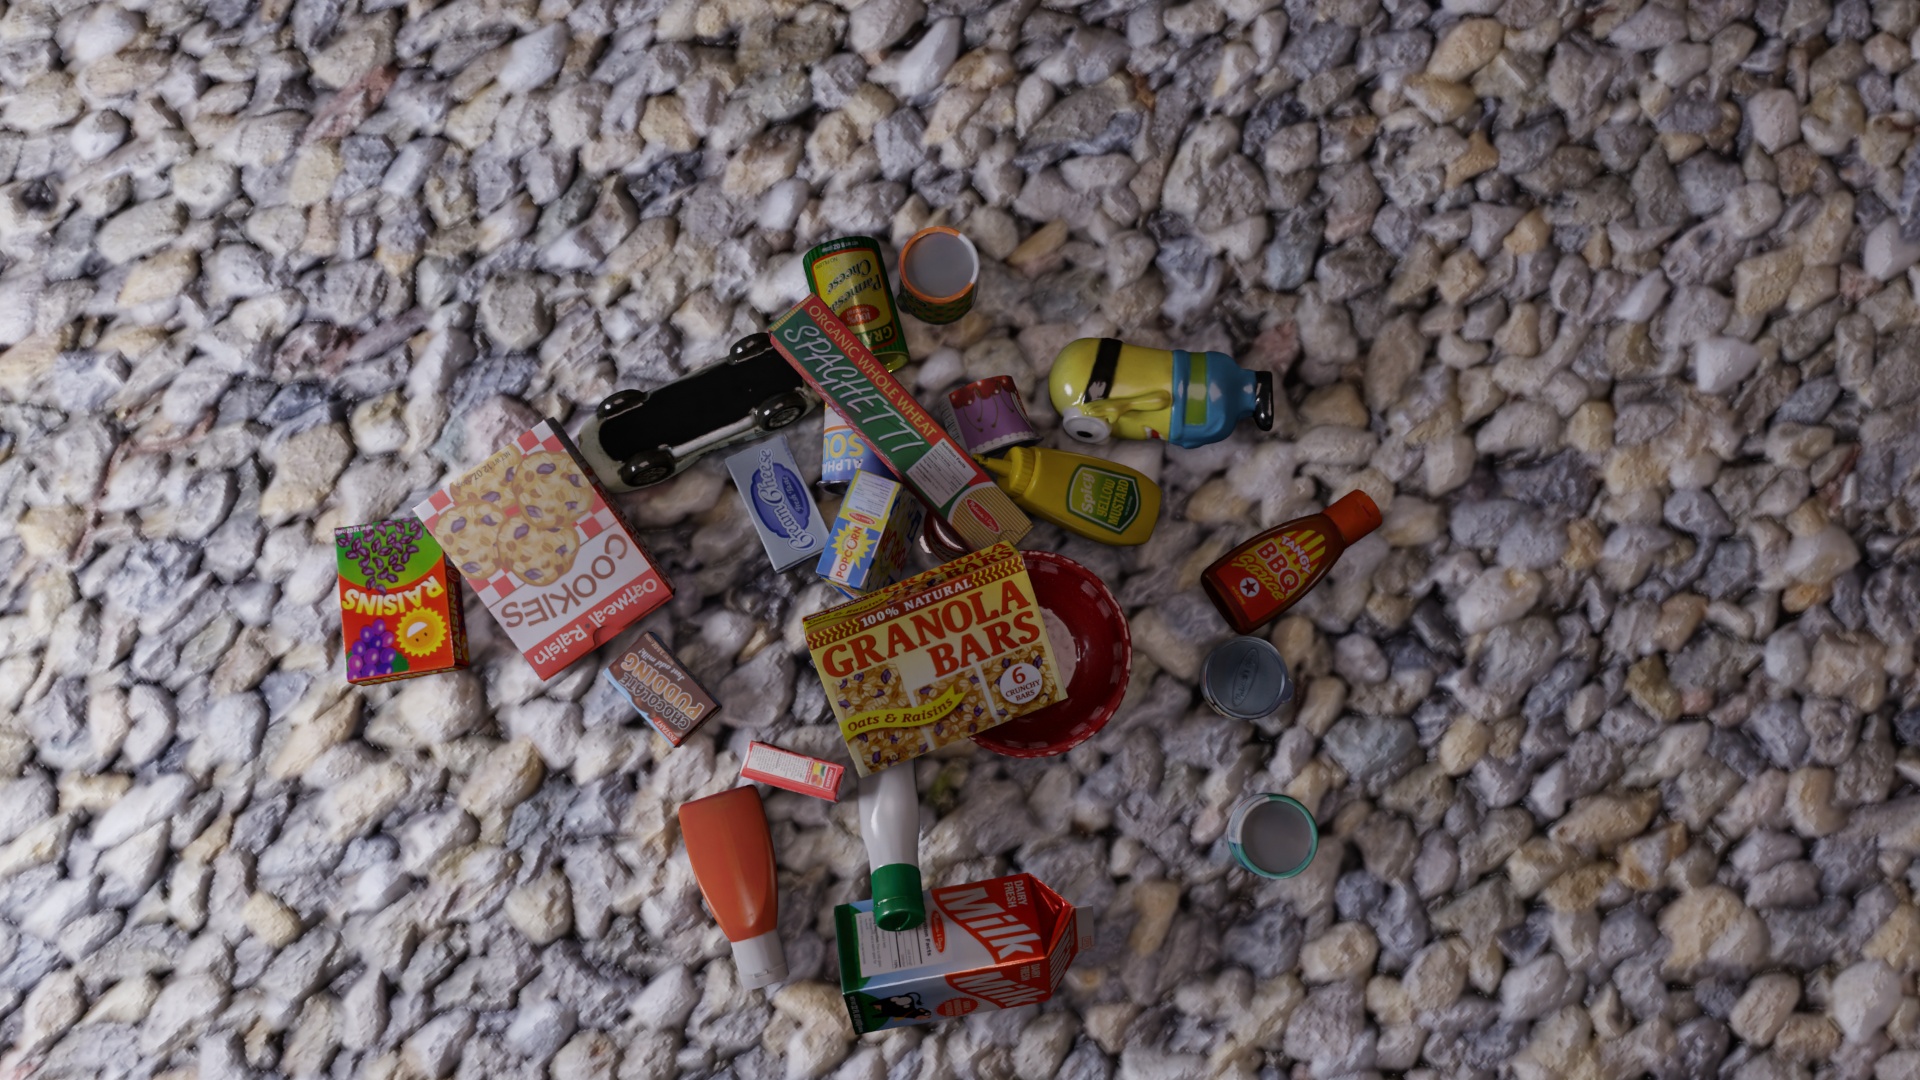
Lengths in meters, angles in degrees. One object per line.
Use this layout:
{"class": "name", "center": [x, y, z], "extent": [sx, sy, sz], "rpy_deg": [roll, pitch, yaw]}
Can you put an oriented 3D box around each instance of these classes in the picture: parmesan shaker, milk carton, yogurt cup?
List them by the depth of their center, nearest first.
{"class": "milk carton", "center": [0.007, 0.306, 1.040], "extent": [0.191, 0.072, 0.074], "rpy_deg": [-9, 47, -3]}
{"class": "yogurt cup", "center": [0.004, -0.014, 1.113], "extent": [0.072, 0.054, 0.072], "rpy_deg": [0, 81, -3]}
{"class": "parmesan shaker", "center": [-0.088, -0.187, 1.132], "extent": [0.071, 0.071, 0.103], "rpy_deg": [-15, 82, -4]}

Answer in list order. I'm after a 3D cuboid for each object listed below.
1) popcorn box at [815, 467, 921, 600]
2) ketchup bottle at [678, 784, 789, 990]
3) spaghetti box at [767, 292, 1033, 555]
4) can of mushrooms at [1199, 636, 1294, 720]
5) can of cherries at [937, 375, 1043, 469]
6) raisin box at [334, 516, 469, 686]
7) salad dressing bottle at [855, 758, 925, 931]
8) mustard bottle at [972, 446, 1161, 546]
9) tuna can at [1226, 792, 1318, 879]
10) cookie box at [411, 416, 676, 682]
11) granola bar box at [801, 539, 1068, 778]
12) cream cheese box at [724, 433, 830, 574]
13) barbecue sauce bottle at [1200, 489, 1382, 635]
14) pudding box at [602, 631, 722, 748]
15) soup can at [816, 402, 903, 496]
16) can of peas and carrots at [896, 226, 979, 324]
{"class": "popcorn box", "center": [-0.068, 0.002, 1.071], "extent": [0.038, 0.126, 0.085], "rpy_deg": [20, 82, 9]}
{"class": "ketchup bottle", "center": [-0.169, 0.267, 1.067], "extent": [0.065, 0.043, 0.149], "rpy_deg": [-16, 82, -3]}
{"class": "spaghetti box", "center": [-0.047, -0.084, 1.070], "extent": [0.050, 0.028, 0.250], "rpy_deg": [-43, 89, -13]}
{"class": "can of mushrooms", "center": [0.228, 0.112, 1.111], "extent": [0.071, 0.033, 0.071], "rpy_deg": [0, 80, -2]}
{"class": "can of cherries", "center": [0.024, -0.095, 1.121], "extent": [0.071, 0.071, 0.058], "rpy_deg": [-20, 81, -5]}
{"class": "raisin box", "center": [-0.441, 0.047, 1.096], "extent": [0.086, 0.040, 0.123], "rpy_deg": [-9, 80, -4]}
{"class": "salad dressing bottle", "center": [-0.052, 0.218, 1.044], "extent": [0.044, 0.064, 0.148], "rpy_deg": [8, 48, -19]}
{"class": "mustard bottle", "center": [0.081, -0.041, 1.097], "extent": [0.160, 0.049, 0.065], "rpy_deg": [16, 84, -22]}
{"class": "tuna can", "center": [0.248, 0.234, 1.092], "extent": [0.071, 0.033, 0.071], "rpy_deg": [0, 81, -1]}
{"class": "cookie box", "center": [-0.320, 0.007, 1.079], "extent": [0.123, 0.040, 0.167], "rpy_deg": [-34, 99, 0]}
{"class": "granola bar box", "center": [-0.018, 0.087, 1.023], "extent": [0.166, 0.039, 0.123], "rpy_deg": [-21, 110, -5]}
{"class": "cream cheese box", "center": [-0.145, -0.030, 1.125], "extent": [0.053, 0.024, 0.104], "rpy_deg": [-25, 83, -5]}
{"class": "barbecue sauce bottle", "center": [0.271, 0.012, 1.123], "extent": [0.149, 0.043, 0.065], "rpy_deg": [-33, 81, -7]}
{"class": "pudding box", "center": [-0.235, 0.118, 1.096], "extent": [0.050, 0.030, 0.084], "rpy_deg": [-43, 85, -7]}
{"class": "soup can", "center": [-0.079, -0.081, 1.113], "extent": [0.071, 0.071, 0.084], "rpy_deg": [1, 81, -2]}
{"class": "can of peas and carrots", "center": [-0.020, -0.217, 1.143], "extent": [0.071, 0.058, 0.071], "rpy_deg": [0, 81, -2]}
